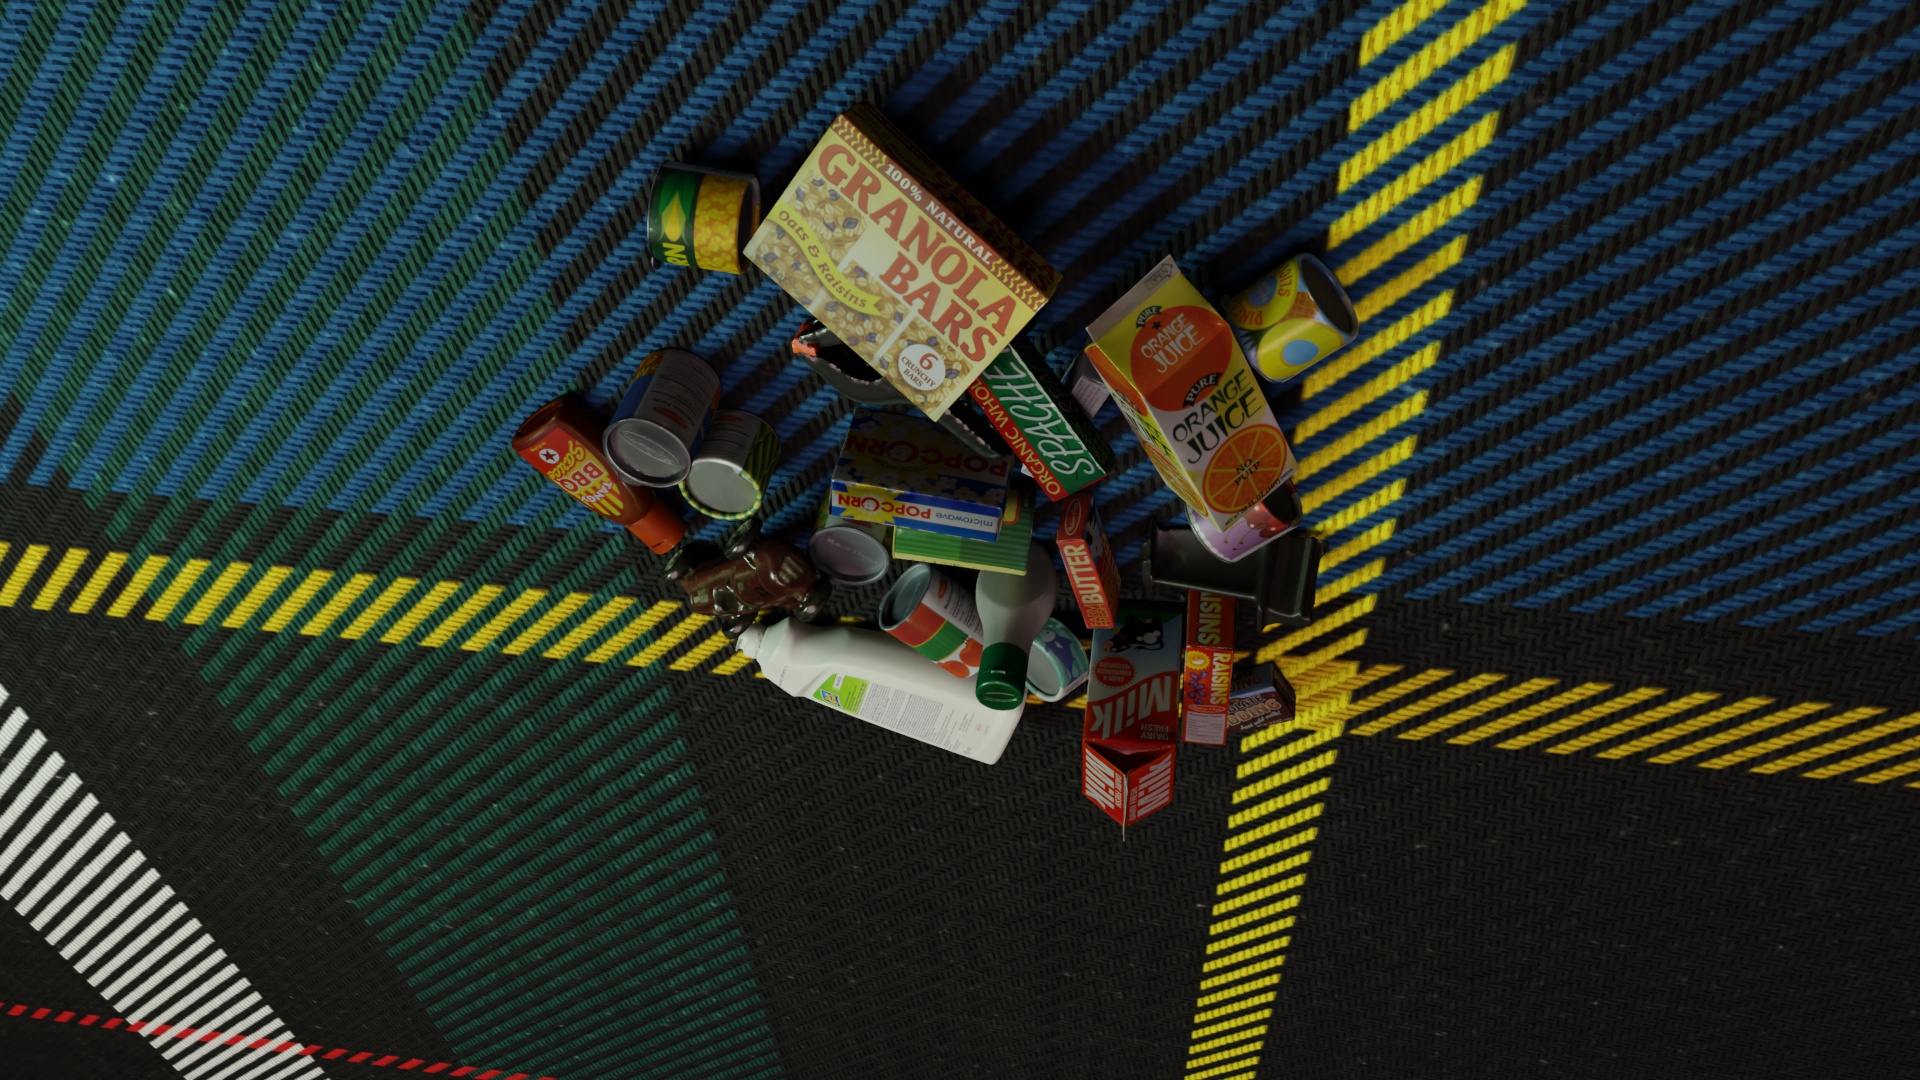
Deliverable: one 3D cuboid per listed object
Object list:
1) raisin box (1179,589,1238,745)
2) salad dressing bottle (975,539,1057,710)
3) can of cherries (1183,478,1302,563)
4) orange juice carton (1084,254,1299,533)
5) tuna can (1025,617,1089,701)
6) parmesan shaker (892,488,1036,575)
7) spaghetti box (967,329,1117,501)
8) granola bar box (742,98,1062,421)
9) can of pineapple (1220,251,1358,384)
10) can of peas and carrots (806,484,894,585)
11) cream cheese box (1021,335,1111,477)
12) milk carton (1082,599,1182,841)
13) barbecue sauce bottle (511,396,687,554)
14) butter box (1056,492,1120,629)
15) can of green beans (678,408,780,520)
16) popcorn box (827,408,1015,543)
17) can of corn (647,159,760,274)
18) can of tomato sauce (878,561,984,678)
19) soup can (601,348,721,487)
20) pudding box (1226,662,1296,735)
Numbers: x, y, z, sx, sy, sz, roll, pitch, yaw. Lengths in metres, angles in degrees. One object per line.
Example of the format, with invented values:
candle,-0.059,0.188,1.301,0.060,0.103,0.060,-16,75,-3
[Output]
raisin box,0.200,0.094,1.120,0.040,0.086,0.122,4,135,10
salad dressing bottle,0.039,0.064,1.078,0.064,0.148,0.043,3,135,10
can of cherries,0.204,-0.027,1.010,0.071,0.072,0.058,37,131,-23
orange juice carton,0.146,-0.098,0.910,0.072,0.073,0.192,-40,133,-1
tuna can,0.072,0.098,1.167,0.071,0.033,0.070,36,144,32
parmesan shaker,0.004,-0.013,1.069,0.103,0.072,0.071,7,136,1
spaghetti box,0.013,-0.134,0.922,0.050,0.029,0.249,-29,107,34
granola bar box,-0.037,-0.173,0.873,0.165,0.039,0.123,41,127,-5
can of pineapple,0.211,-0.144,0.890,0.071,0.071,0.057,38,129,-25
can of peas and carrots,-0.084,-0.006,1.098,0.071,0.059,0.070,6,137,6
cream cheese box,0.077,-0.093,0.980,0.024,0.054,0.103,23,135,-9
milk carton,0.136,0.140,1.103,0.073,0.191,0.072,3,135,9
barbecue sauce bottle,-0.282,-0.048,1.109,0.064,0.044,0.148,-24,126,30
butter box,0.101,0.017,1.086,0.024,0.053,0.103,-5,133,20
can of green beans,-0.177,-0.058,1.066,0.071,0.058,0.071,6,136,6
popcorn box,-0.026,-0.049,1.024,0.127,0.085,0.038,10,135,3
can of corn,-0.166,-0.207,0.904,0.058,0.071,0.070,9,136,2
can of tomato sauce,-0.016,0.067,1.153,0.083,0.071,0.071,36,131,-23
soup can,-0.220,-0.089,1.025,0.071,0.084,0.071,6,136,6
pudding box,0.240,0.138,1.196,0.083,0.030,0.049,-18,128,27
